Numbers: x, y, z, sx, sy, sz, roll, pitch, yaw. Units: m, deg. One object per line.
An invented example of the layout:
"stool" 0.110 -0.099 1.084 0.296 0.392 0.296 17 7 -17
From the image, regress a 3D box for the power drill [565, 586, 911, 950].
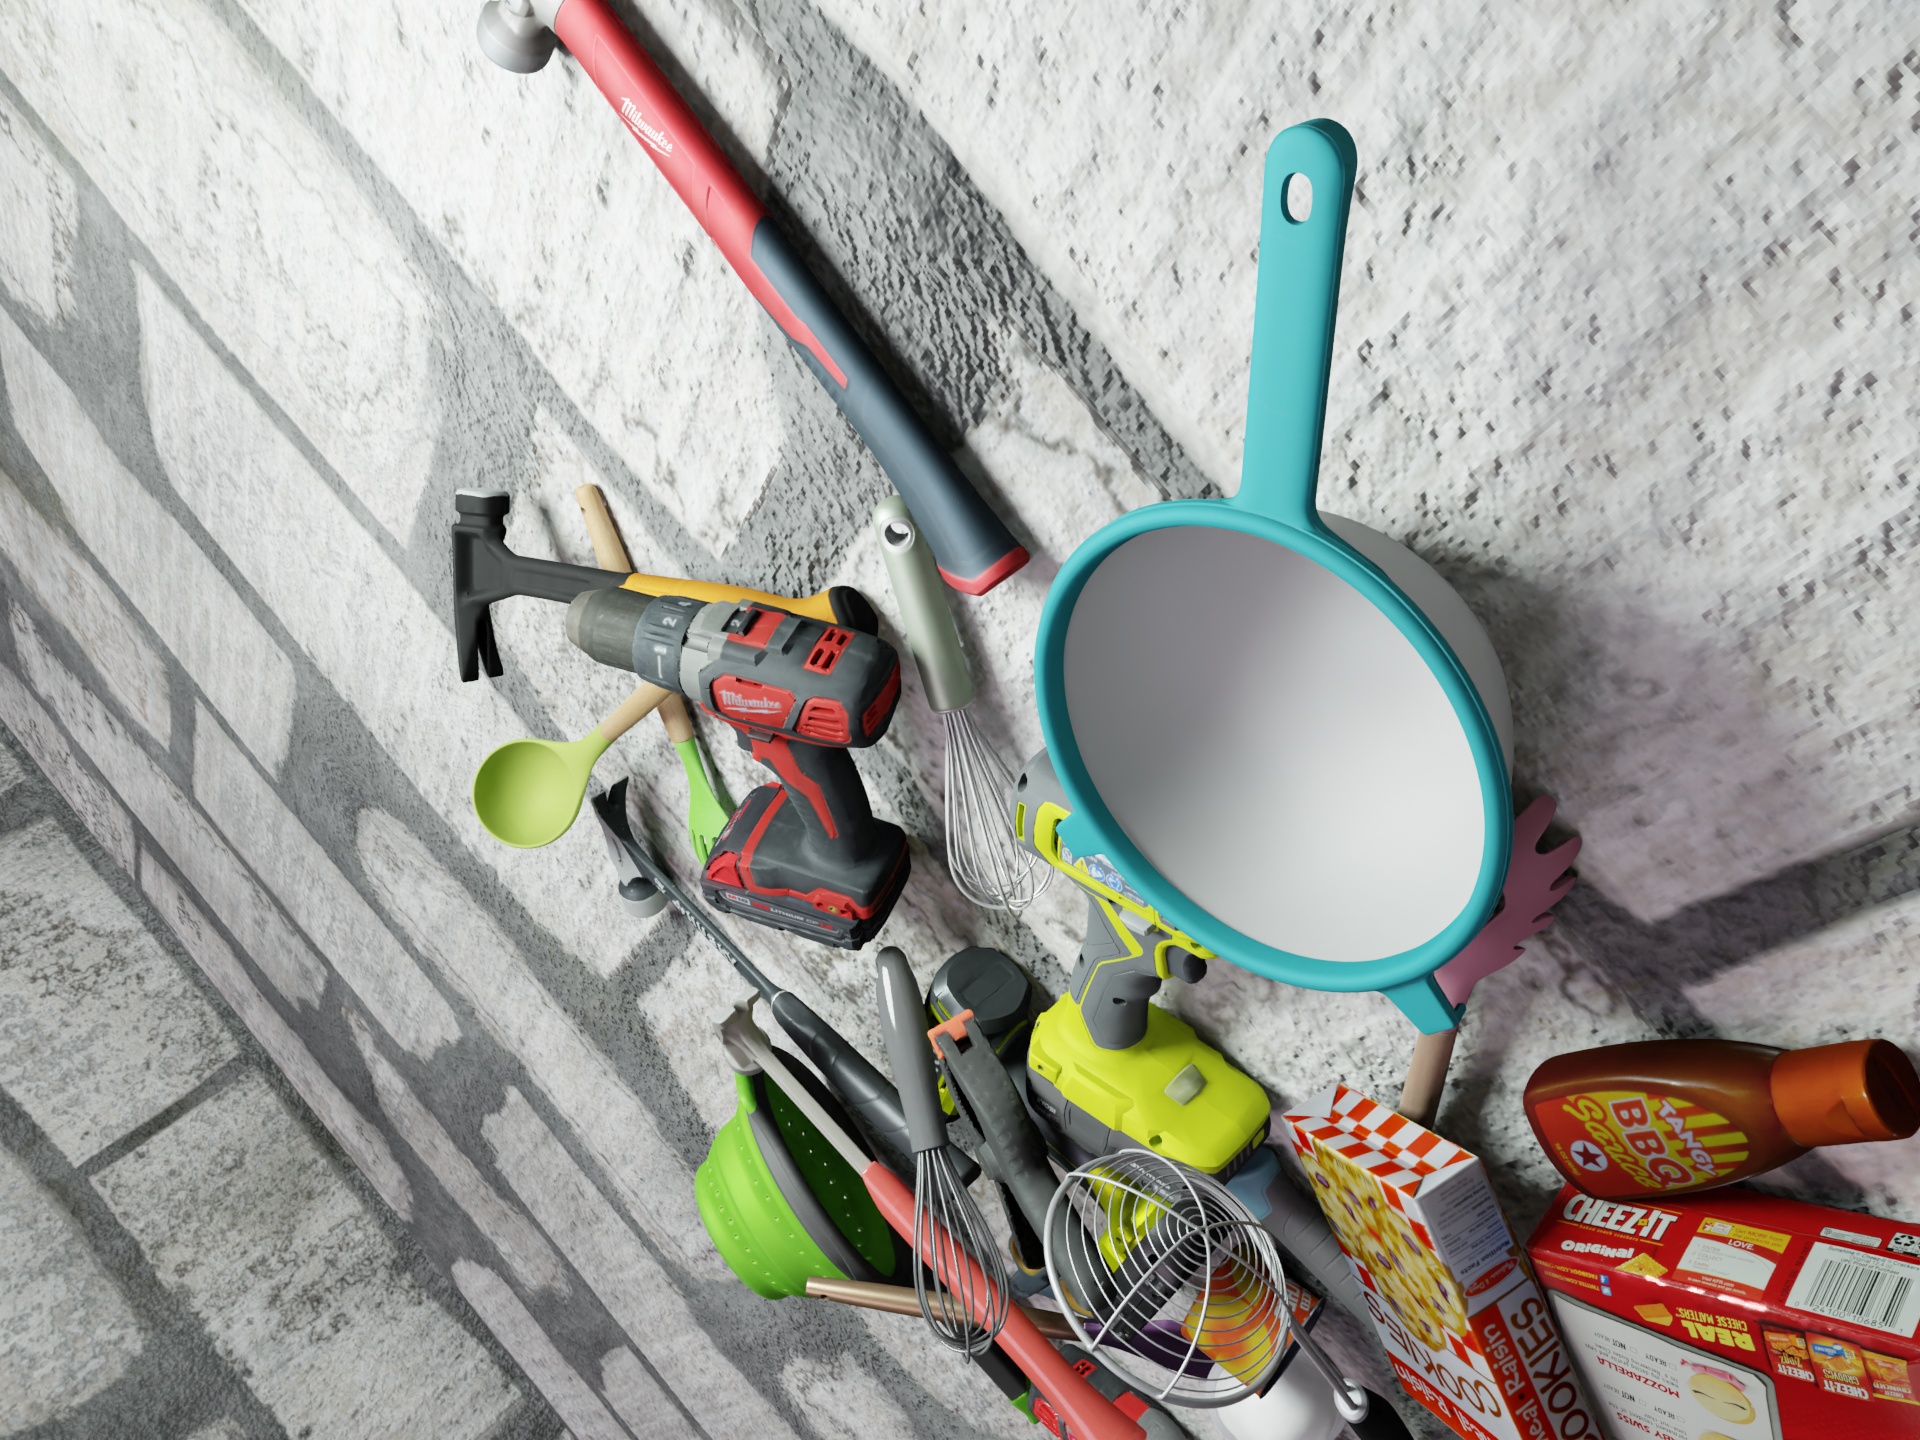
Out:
"power drill" -0.119 0.020 0.900 0.188 0.080 0.226 15 141 17

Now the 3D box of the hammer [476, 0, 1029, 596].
"hammer" -0.087 -0.227 0.749 0.386 0.038 0.143 53 143 0

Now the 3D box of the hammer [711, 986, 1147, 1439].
"hammer" -0.023 0.310 0.971 0.359 0.037 0.149 45 161 10

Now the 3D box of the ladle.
"ladle" -0.226 0.000 1.038 0.320 0.062 0.078 -34 84 42

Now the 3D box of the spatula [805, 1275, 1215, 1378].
"spatula" 0.054 0.386 1.015 0.316 0.018 0.059 5 127 11

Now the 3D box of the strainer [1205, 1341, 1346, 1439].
"strainer" 0.231 0.469 0.977 0.087 0.050 0.258 -32 105 18

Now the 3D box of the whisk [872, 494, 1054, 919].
"whisk" -0.001 -0.003 0.843 0.058 0.059 0.246 -12 111 12

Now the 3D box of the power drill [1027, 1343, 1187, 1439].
"power drill" 0.113 0.568 1.176 0.143 0.078 0.219 29 135 29

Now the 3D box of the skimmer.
"skimmer" 0.159 0.342 0.834 0.090 0.127 0.362 -23 131 15

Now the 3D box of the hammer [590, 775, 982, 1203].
"hammer" -0.128 0.181 1.077 0.409 0.036 0.149 37 150 35

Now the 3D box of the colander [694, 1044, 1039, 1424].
"colander" -0.078 0.404 1.165 0.396 0.094 0.205 54 -177 -20

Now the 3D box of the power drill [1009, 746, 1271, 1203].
"power drill" 0.111 0.135 0.805 0.191 0.080 0.228 28 135 31

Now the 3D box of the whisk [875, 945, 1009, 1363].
"whisk" -0.018 0.246 0.922 0.055 0.055 0.239 -40 58 54

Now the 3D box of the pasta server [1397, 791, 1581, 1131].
"pasta server" 0.223 0.151 0.738 0.060 0.040 0.316 28 142 30

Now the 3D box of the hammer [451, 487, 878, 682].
"hammer" -0.189 -0.065 0.959 0.337 0.034 0.127 11 104 34

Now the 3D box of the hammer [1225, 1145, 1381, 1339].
"hammer" 0.270 0.354 0.851 0.331 0.033 0.128 43 142 14

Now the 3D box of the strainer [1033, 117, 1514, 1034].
"strainer" 0.136 -0.057 0.601 0.211 0.095 0.340 25 132 34

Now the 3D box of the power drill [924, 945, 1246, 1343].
"power drill" 0.055 0.262 0.978 0.223 0.080 0.171 43 143 20

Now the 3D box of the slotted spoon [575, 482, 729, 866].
"slotted spoon" -0.196 -0.011 1.065 0.070 0.031 0.313 9 125 45
